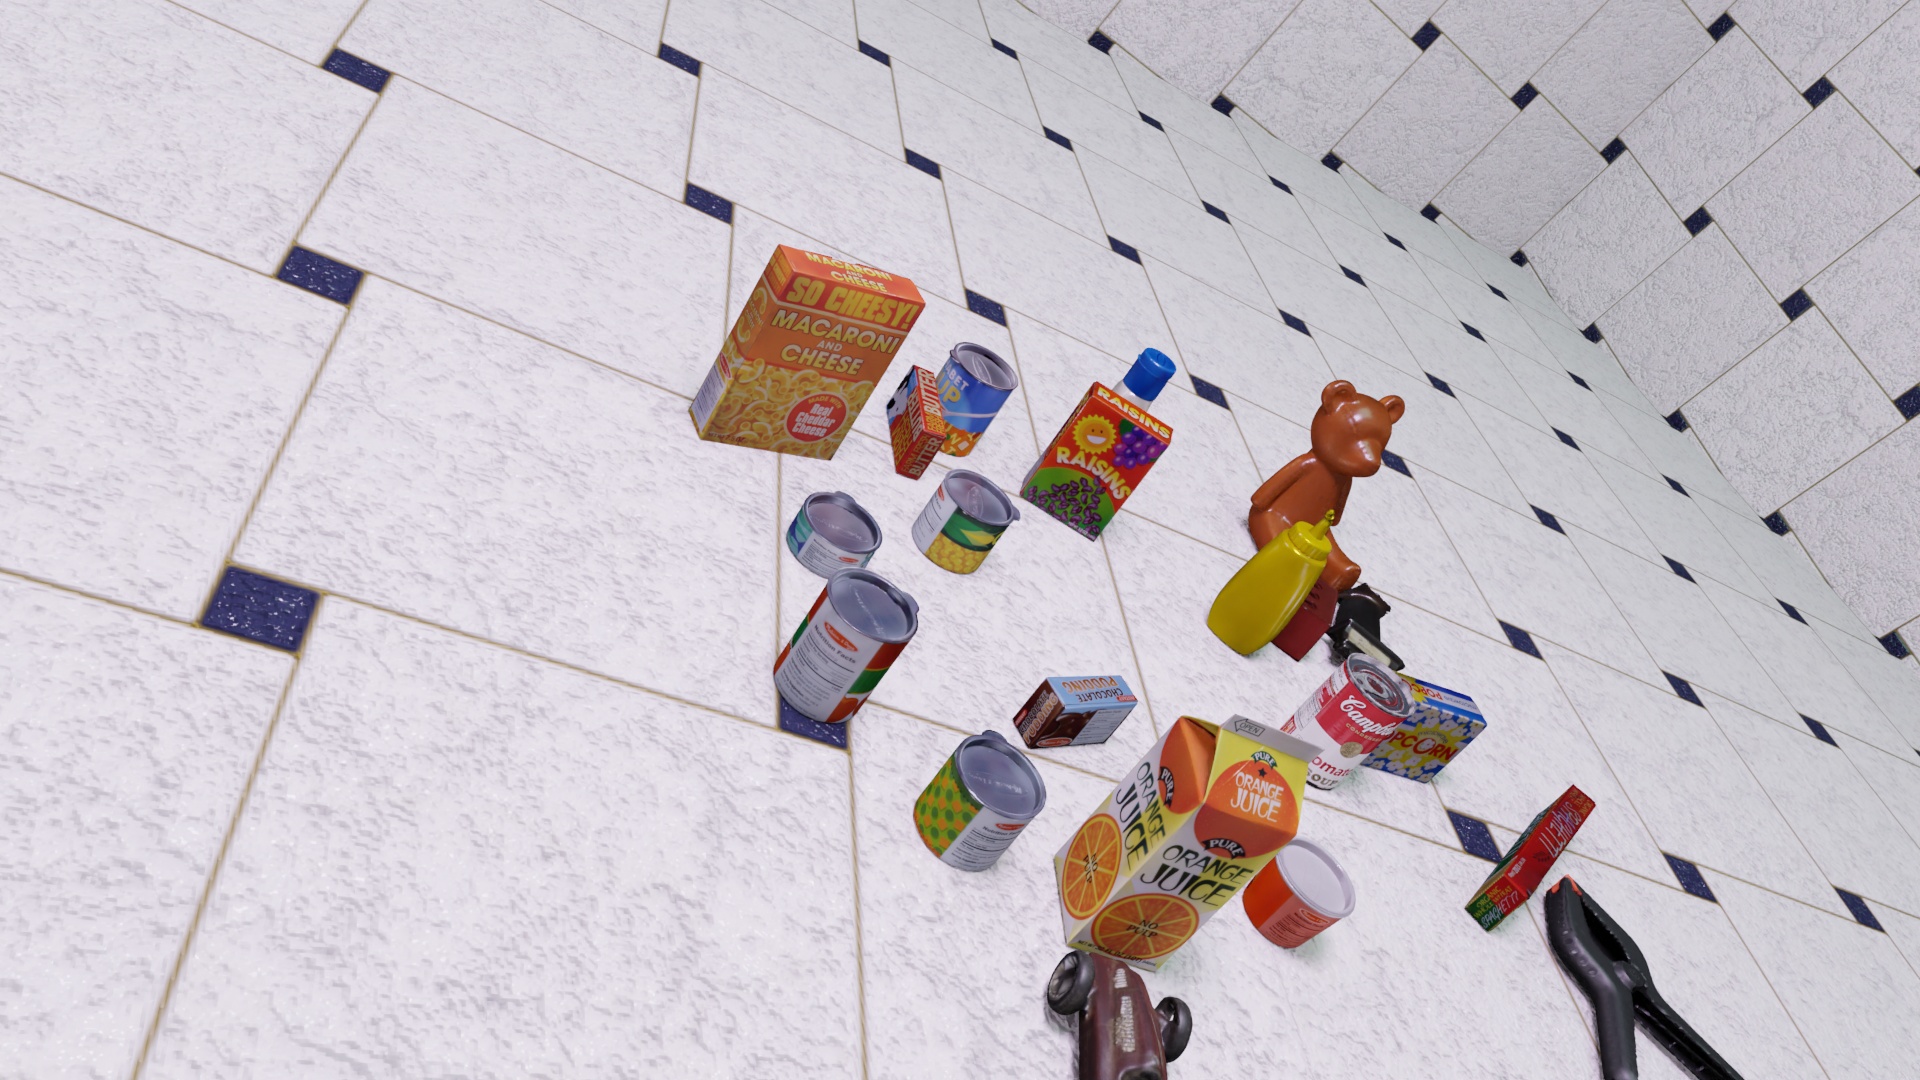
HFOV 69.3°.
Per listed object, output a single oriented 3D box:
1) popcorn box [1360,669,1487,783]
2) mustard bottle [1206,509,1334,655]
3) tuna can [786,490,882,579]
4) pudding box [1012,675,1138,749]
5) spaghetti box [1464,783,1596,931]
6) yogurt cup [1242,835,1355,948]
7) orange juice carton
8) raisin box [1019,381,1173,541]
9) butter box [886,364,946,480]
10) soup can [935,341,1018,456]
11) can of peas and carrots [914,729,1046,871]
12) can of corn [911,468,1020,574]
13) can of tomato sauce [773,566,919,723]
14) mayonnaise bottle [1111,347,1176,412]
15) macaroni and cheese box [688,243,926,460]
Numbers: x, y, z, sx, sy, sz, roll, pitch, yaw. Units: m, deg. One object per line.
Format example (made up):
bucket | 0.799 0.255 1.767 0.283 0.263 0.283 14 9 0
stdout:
popcorn box | 0.392 0.164 1.235 0.127 0.084 0.038 18 34 -26
mustard bottle | 0.288 0.032 1.244 0.065 0.159 0.049 42 31 11
tuna can | -0.095 -0.004 1.046 0.071 0.032 0.071 25 32 -17
pudding box | 0.086 0.126 1.025 0.084 0.049 0.030 3 43 -42
spaghetti box | 0.508 0.276 1.228 0.029 0.050 0.251 47 33 19
yogurt cup | 0.240 0.254 0.994 0.072 0.053 0.073 25 32 -17
orange juice carton | 0.141 0.179 0.866 0.072 0.191 0.073 23 33 -21
raisin box | 0.123 -0.071 1.262 0.086 0.122 0.040 32 30 -5
butter box | -0.039 -0.104 1.218 0.024 0.053 0.104 20 34 -24
soup can | 0.001 -0.129 1.261 0.071 0.083 0.072 25 32 -17
can of peas and carrots | 0.011 0.166 0.889 0.071 0.058 0.071 25 32 -17
can of corn | 0.004 -0.014 1.131 0.071 0.058 0.071 25 32 -17
can of tomato sauce | -0.075 0.069 0.915 0.071 0.082 0.071 25 32 -17
mayonnaise bottle | 0.150 -0.117 1.327 0.041 0.147 0.065 31 31 -8
macaroni and cheese box | -0.121 -0.143 1.082 0.124 0.165 0.040 7 40 -39
